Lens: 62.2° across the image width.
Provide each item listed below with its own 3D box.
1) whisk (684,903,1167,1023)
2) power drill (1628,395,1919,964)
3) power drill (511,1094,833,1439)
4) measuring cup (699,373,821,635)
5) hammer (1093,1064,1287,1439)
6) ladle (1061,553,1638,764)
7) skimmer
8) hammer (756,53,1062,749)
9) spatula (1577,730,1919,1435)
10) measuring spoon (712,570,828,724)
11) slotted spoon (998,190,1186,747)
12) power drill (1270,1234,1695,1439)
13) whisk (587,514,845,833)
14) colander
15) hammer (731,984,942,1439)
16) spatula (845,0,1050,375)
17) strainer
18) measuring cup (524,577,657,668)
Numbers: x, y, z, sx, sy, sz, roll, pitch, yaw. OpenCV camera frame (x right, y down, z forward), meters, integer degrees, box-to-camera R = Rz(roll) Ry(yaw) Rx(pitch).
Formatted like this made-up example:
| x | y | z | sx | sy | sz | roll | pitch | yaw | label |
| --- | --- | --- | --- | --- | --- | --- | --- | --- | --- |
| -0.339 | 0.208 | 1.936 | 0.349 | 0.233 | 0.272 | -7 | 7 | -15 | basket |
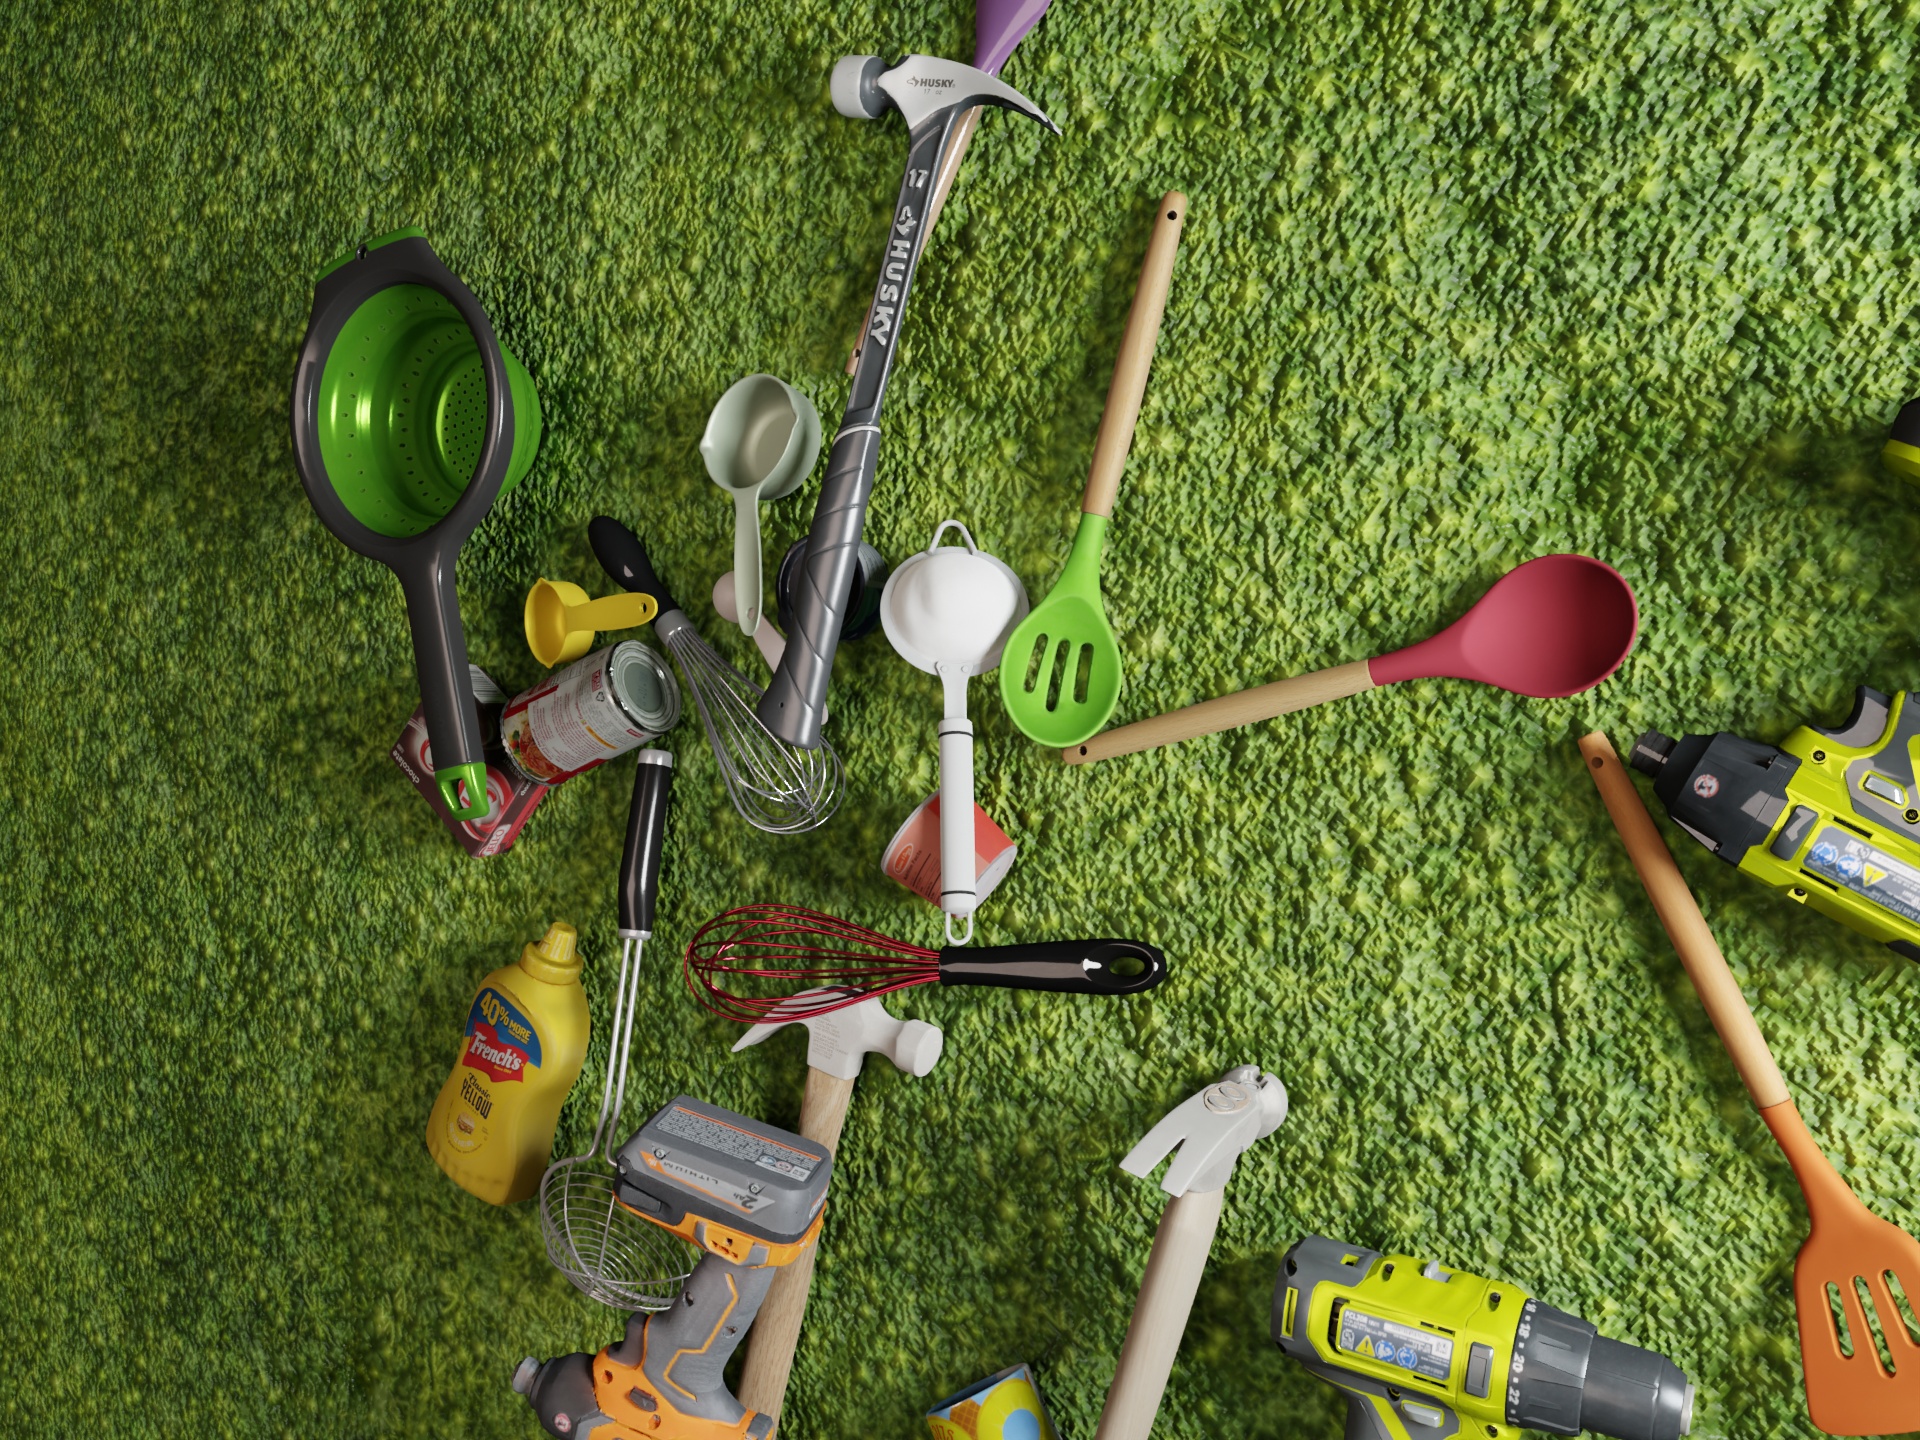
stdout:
| x | y | z | sx | sy | sz | roll | pitch | yaw | label |
| --- | --- | --- | --- | --- | --- | --- | --- | --- | --- |
| -0.028 | 0.141 | 0.920 | 0.296 | 0.073 | 0.073 | -2 | 88 | 17 | whisk |
| 0.410 | -0.021 | 0.677 | 0.171 | 0.080 | 0.223 | 32 | 108 | 26 | power drill |
| -0.175 | 0.347 | 0.948 | 0.164 | 0.084 | 0.226 | 17 | 100 | 9 | power drill |
| -0.121 | -0.131 | 0.989 | 0.083 | 0.038 | 0.168 | -9 | 76 | 34 | measuring cup |
| 0.079 | 0.385 | 0.835 | 0.038 | 0.146 | 0.410 | 21 | 104 | 27 | hammer |
| 0.190 | -0.017 | 0.830 | 0.315 | 0.031 | 0.069 | -16 | 79 | 30 | ladle |
| -0.207 | 0.204 | 1.052 | 0.127 | 0.090 | 0.363 | 1 | 80 | 24 | skimmer |
| -0.051 | -0.184 | 0.931 | 0.149 | 0.036 | 0.409 | 15 | 94 | 30 | hammer |
| 0.356 | 0.153 | 0.724 | 0.081 | 0.041 | 0.323 | -34 | 71 | 40 | spatula |
| -0.122 | -0.046 | 1.013 | 0.034 | 0.018 | 0.124 | -44 | 70 | 22 | measuring spoon |
| 0.083 | -0.139 | 0.890 | 0.070 | 0.031 | 0.314 | 13 | 93 | -5 | slotted spoon |
| 0.239 | 0.382 | 0.770 | 0.191 | 0.080 | 0.228 | 8 | 91 | 29 | power drill |
| -0.168 | -0.036 | 1.019 | 0.070 | 0.070 | 0.285 | -50 | 63 | 20 | whisk |
| -0.346 | -0.130 | 1.100 | 0.204 | 0.094 | 0.397 | -12 | 86 | 29 | colander |
| -0.106 | 0.324 | 0.991 | 0.130 | 0.031 | 0.331 | 17 | 98 | 28 | hammer |
| -0.002 | -0.353 | 0.948 | 0.060 | 0.018 | 0.316 | 31 | 103 | 29 | spatula |
| -0.001 | -0.003 | 0.894 | 0.087 | 0.050 | 0.259 | 0 | 73 | -3 | strainer |
| -0.237 | -0.069 | 1.052 | 0.156 | 0.029 | 0.062 | -3 | 93 | 45 | measuring cup |
